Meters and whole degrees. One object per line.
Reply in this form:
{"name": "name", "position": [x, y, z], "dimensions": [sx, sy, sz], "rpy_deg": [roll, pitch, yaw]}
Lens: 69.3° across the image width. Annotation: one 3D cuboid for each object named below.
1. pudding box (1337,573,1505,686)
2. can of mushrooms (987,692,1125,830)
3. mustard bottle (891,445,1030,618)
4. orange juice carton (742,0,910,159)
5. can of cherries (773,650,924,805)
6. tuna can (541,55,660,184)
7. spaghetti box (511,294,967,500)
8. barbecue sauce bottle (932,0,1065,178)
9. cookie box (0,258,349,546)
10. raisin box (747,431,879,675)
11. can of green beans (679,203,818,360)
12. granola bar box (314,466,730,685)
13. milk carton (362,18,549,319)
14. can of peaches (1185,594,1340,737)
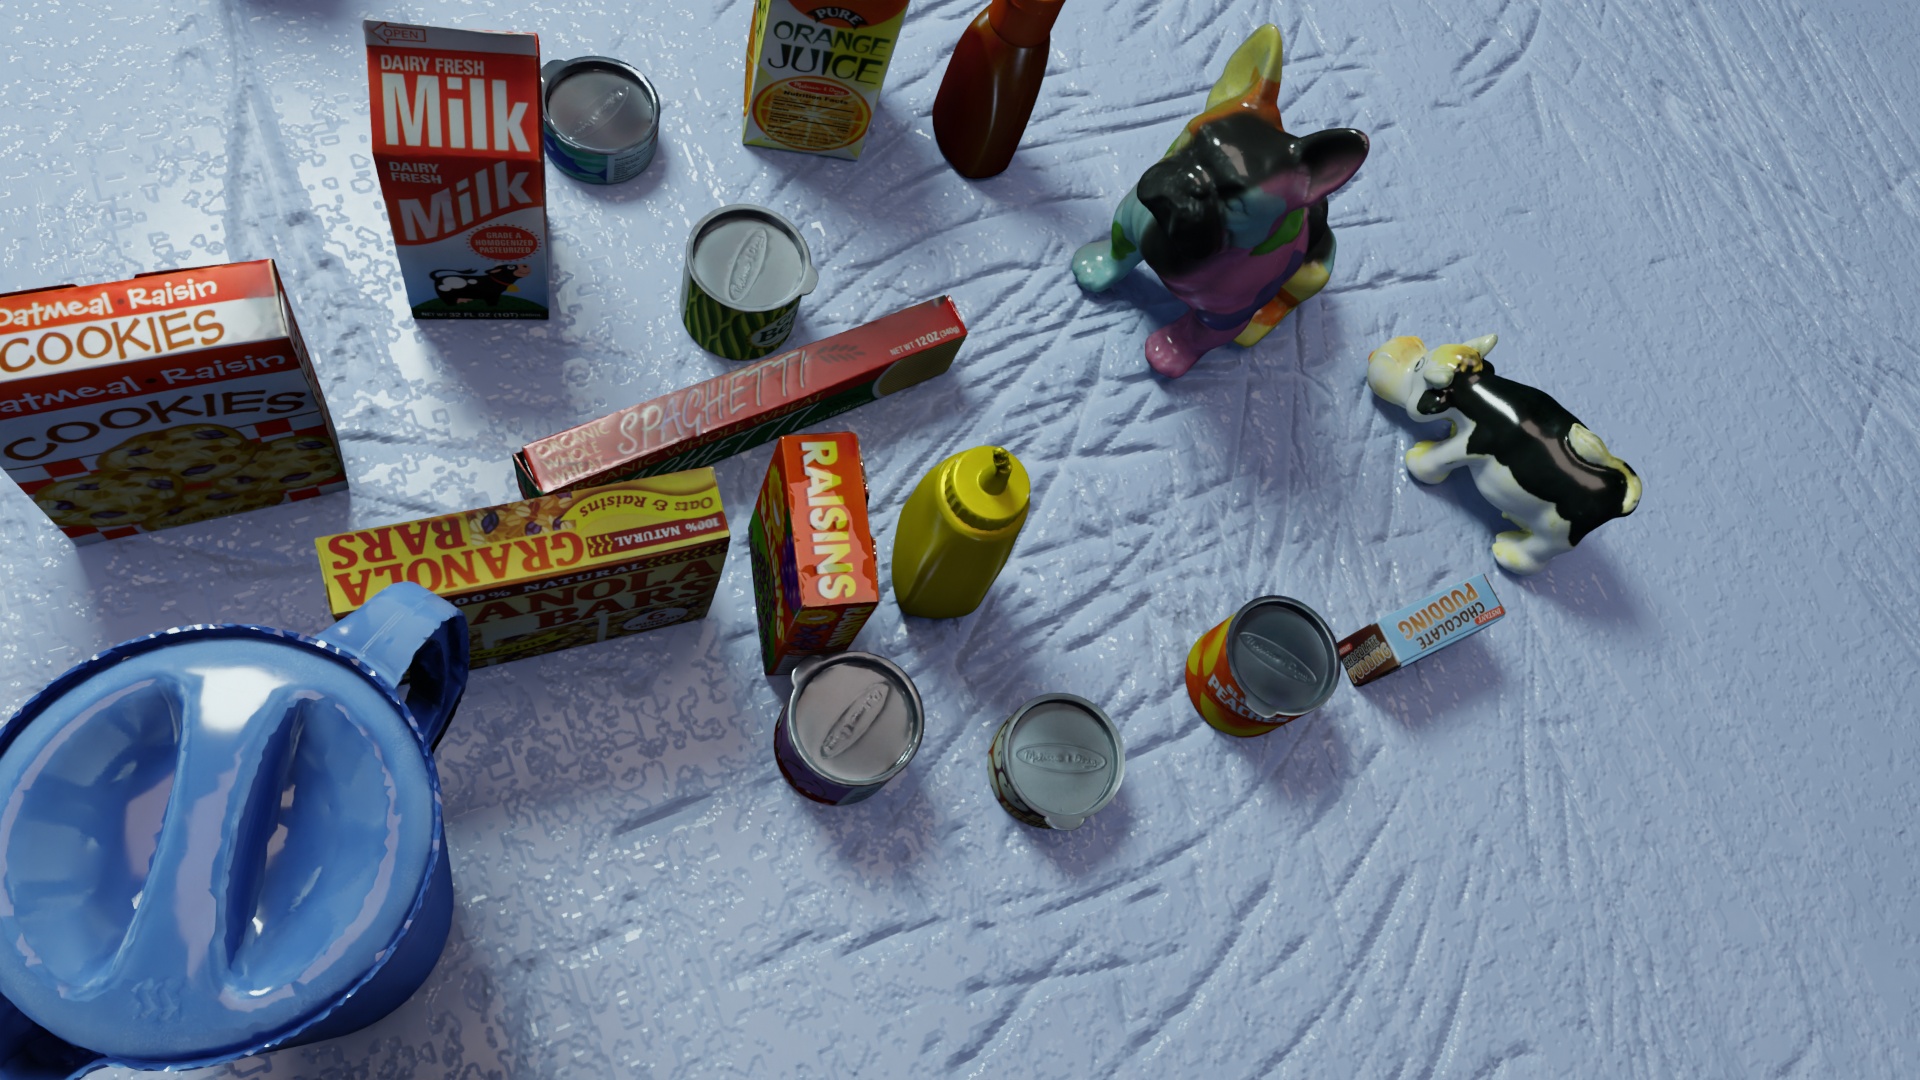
{"name": "pudding box", "position": [0.264, 0.052, 0.797], "dimensions": [0.084, 0.049, 0.030], "rpy_deg": [-20, 76, -22]}
{"name": "can of mushrooms", "position": [0.049, 0.117, 0.720], "dimensions": [0.071, 0.033, 0.071], "rpy_deg": [5, 68, -14]}
{"name": "mustard bottle", "position": [0.002, -0.009, 0.686], "dimensions": [0.049, 0.159, 0.065], "rpy_deg": [3, 69, -14]}
{"name": "orange juice carton", "position": [-0.072, -0.297, 0.759], "dimensions": [0.073, 0.192, 0.072], "rpy_deg": [4, 69, -14]}
{"name": "can of cherries", "position": [-0.058, 0.092, 0.687], "dimensions": [0.071, 0.058, 0.072], "rpy_deg": [5, 68, -14]}
{"name": "tuna can", "position": [-0.207, -0.239, 0.787], "dimensions": [0.071, 0.032, 0.071], "rpy_deg": [5, 68, -14]}
{"name": "spaghetti box", "position": [-0.112, -0.071, 0.739], "dimensions": [0.251, 0.050, 0.029], "rpy_deg": [-24, 78, -22]}
{"name": "barbecue sauce bottle", "position": [0.023, -0.275, 0.802], "dimensions": [0.044, 0.148, 0.065], "rpy_deg": [-18, 76, -21]}
{"name": "cookie box", "position": [-0.346, -0.056, 0.603], "dimensions": [0.123, 0.166, 0.040], "rpy_deg": [-14, 74, -20]}
{"name": "raisin box", "position": [-0.073, 0.010, 0.678], "dimensions": [0.040, 0.123, 0.086], "rpy_deg": [-3, 71, -17]}
{"name": "can of green beans", "position": [-0.119, -0.140, 0.760], "dimensions": [0.071, 0.057, 0.071], "rpy_deg": [5, 68, -14]}
{"name": "granola bar box", "position": [-0.195, 0.020, 0.640], "dimensions": [0.166, 0.123, 0.039], "rpy_deg": [-12, 74, -20]}
{"name": "milk carton", "position": [-0.238, -0.183, 0.670], "dimensions": [0.072, 0.189, 0.073], "rpy_deg": [-1, 70, -16]}
{"name": "can of peaches", "position": [0.162, 0.071, 0.757], "dimensions": [0.071, 0.058, 0.071], "rpy_deg": [5, 68, -14]}
